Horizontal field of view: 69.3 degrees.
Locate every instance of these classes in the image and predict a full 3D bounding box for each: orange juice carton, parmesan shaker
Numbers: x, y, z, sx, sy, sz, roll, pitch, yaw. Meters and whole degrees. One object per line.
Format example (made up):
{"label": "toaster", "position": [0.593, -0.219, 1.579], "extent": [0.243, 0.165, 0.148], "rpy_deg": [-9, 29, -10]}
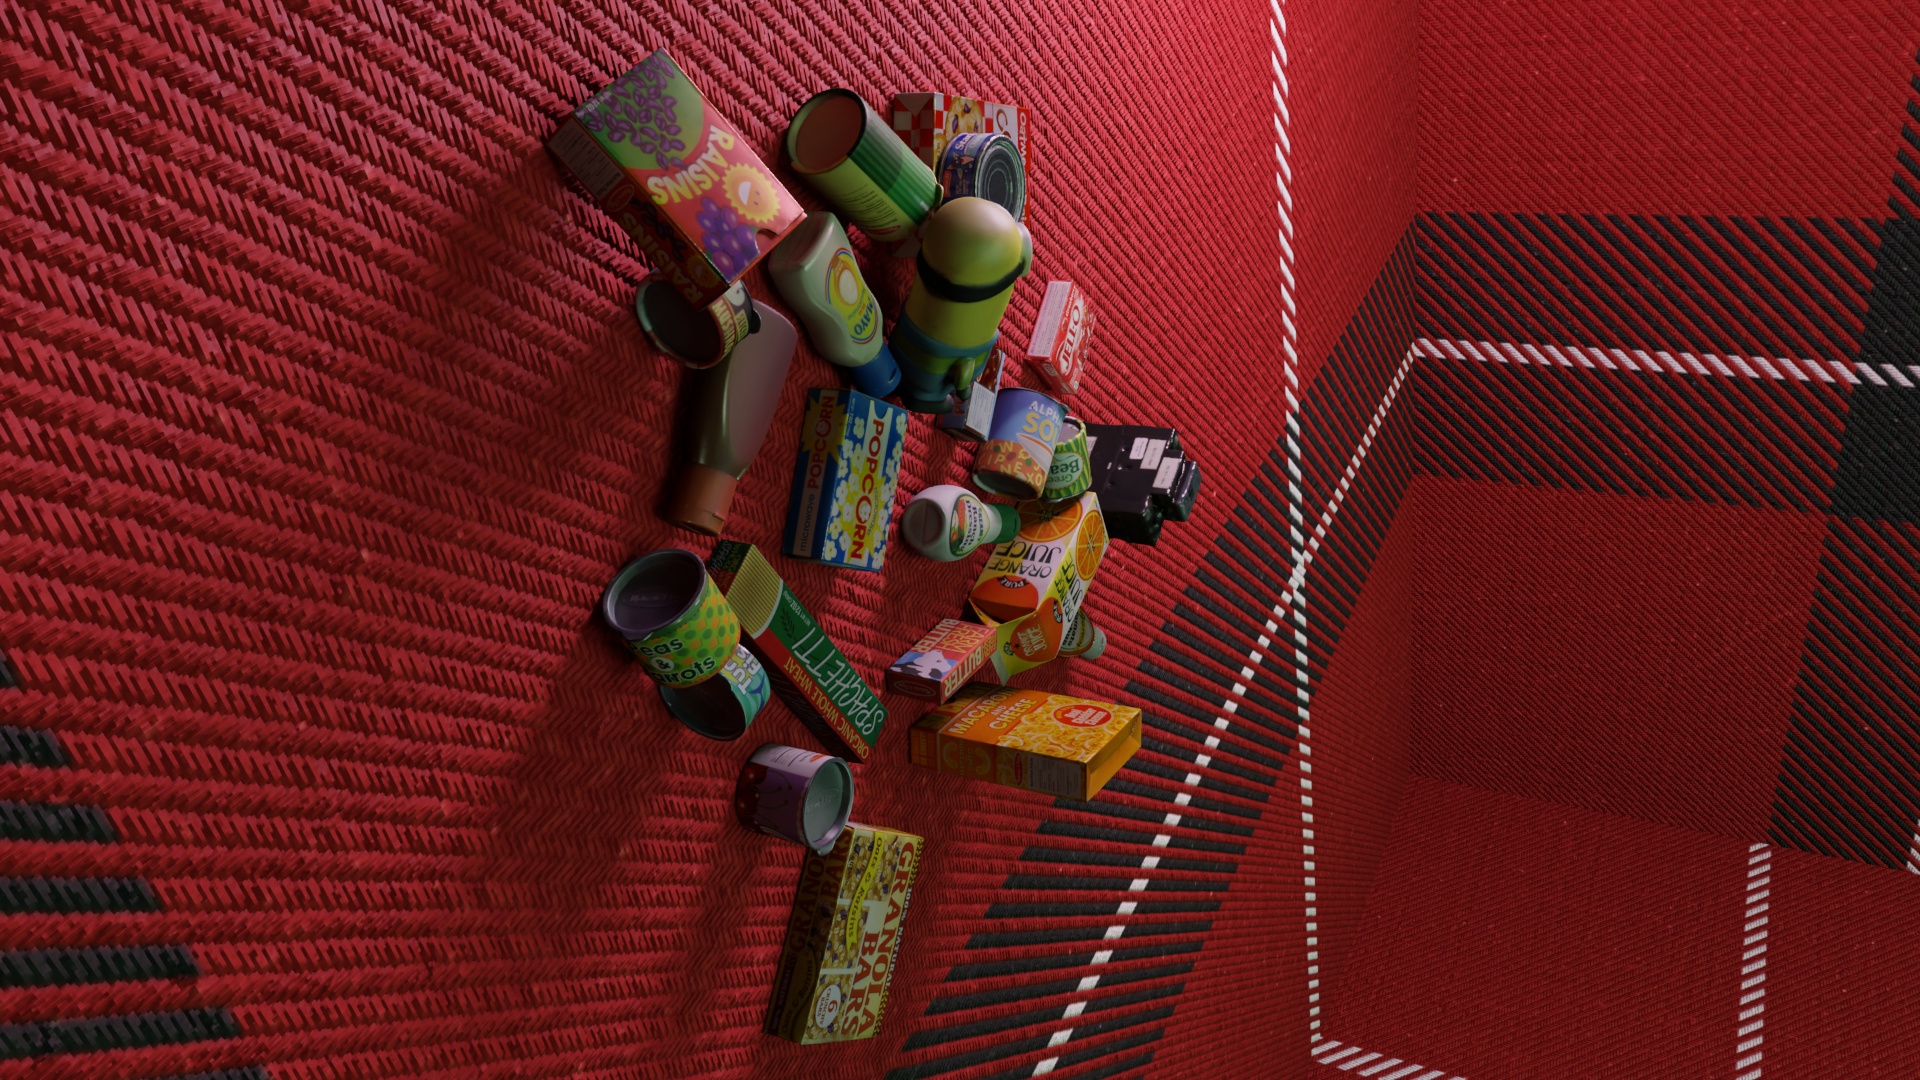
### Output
{"label": "orange juice carton", "position": [0.068, 0.041, 1.296], "extent": [0.194, 0.073, 0.071], "rpy_deg": [-61, 146, -34]}
{"label": "parmesan shaker", "position": [-0.066, -0.261, 0.967], "extent": [0.103, 0.071, 0.071], "rpy_deg": [31, 70, -60]}

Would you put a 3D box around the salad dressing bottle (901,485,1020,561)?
{"label": "salad dressing bottle", "position": [0.004, -0.015, 1.192], "extent": [0.148, 0.044, 0.064], "rpy_deg": [-2, 97, -62]}

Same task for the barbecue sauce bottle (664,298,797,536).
{"label": "barbecue sauce bottle", "position": [-0.149, -0.077, 0.887], "extent": [0.065, 0.043, 0.149], "rpy_deg": [37, 65, -59]}

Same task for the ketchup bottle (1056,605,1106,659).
{"label": "ketchup bottle", "position": [0.107, 0.091, 1.415], "extent": [0.148, 0.043, 0.065], "rpy_deg": [30, 70, -61]}

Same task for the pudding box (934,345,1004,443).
{"label": "pudding box", "position": [0.009, -0.129, 1.186], "extent": [0.049, 0.030, 0.084], "rpy_deg": [22, 77, -60]}

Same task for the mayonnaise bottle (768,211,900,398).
{"label": "mayonnaise bottle", "position": [-0.085, -0.161, 0.989], "extent": [0.065, 0.041, 0.147], "rpy_deg": [-68, 149, -28]}

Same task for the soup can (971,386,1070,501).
{"label": "soup can", "position": [0.054, -0.085, 1.239], "extent": [0.071, 0.071, 0.084], "rpy_deg": [44, 59, -57]}

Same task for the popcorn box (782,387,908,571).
{"label": "popcorn box", "position": [-0.084, -0.043, 1.025], "extent": [0.085, 0.038, 0.126], "rpy_deg": [14, 84, -61]}

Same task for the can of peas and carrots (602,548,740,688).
{"label": "can of peas and carrots", "position": [-0.175, 0.050, 0.844], "extent": [0.071, 0.071, 0.058], "rpy_deg": [-63, 147, -32]}

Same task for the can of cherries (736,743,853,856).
{"label": "can of cherries", "position": [-0.119, 0.185, 0.996], "extent": [0.072, 0.058, 0.071], "rpy_deg": [-27, 120, -59]}

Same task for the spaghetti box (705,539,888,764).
{"label": "spaghetti box", "position": [-0.117, 0.088, 1.006], "extent": [0.050, 0.028, 0.249], "rpy_deg": [-66, 148, -26]}

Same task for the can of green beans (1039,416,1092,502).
{"label": "can of green beans", "position": [0.089, -0.079, 1.311], "extent": [0.071, 0.071, 0.057], "rpy_deg": [-47, 136, -48]}

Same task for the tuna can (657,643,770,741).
{"label": "tuna can", "position": [-0.156, 0.092, 0.888], "extent": [0.033, 0.071, 0.070], "rpy_deg": [-54, 142, -44]}

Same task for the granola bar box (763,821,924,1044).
{"label": "granola bar box", "position": [-0.088, 0.310, 1.105], "extent": [0.124, 0.039, 0.166], "rpy_deg": [32, 69, -60]}

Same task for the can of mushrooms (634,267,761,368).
{"label": "can of mushrooms", "position": [-0.157, -0.137, 0.828], "extent": [0.034, 0.071, 0.070], "rpy_deg": [-53, 141, -40]}

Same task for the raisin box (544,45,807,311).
{"label": "raisin box", "position": [-0.157, -0.203, 0.782], "extent": [0.123, 0.040, 0.086], "rpy_deg": [48, 47, -16]}

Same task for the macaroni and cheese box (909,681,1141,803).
{"label": "macaroni and cheese box", "position": [0.058, 0.170, 1.209], "extent": [0.124, 0.166, 0.040], "rpy_deg": [-28, 121, -58]}

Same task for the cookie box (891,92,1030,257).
{"label": "cookie box", "position": [0.005, -0.293, 1.125], "extent": [0.168, 0.040, 0.122], "rpy_deg": [-21, 115, -59]}

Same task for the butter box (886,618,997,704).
{"label": "butter box", "position": [-0.014, 0.101, 1.177], "extent": [0.104, 0.053, 0.024], "rpy_deg": [-39, 132, -53]}
